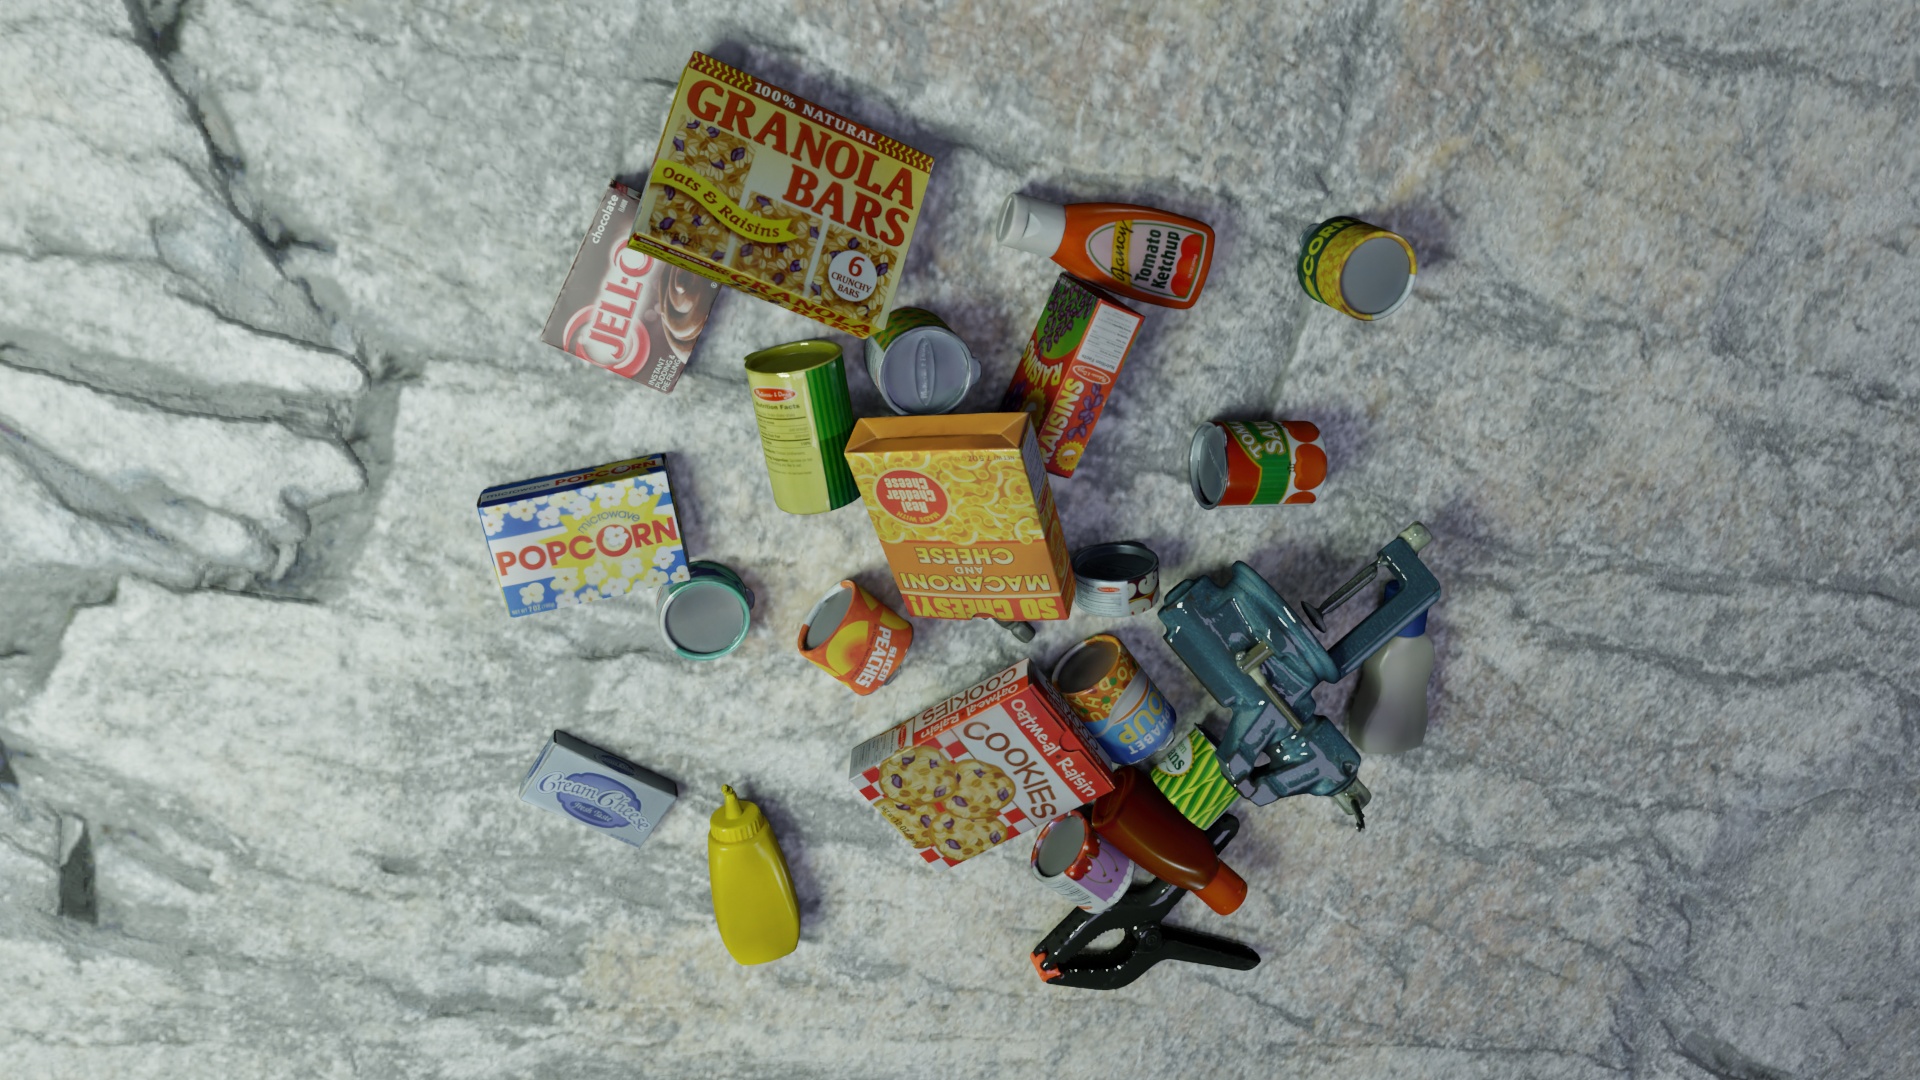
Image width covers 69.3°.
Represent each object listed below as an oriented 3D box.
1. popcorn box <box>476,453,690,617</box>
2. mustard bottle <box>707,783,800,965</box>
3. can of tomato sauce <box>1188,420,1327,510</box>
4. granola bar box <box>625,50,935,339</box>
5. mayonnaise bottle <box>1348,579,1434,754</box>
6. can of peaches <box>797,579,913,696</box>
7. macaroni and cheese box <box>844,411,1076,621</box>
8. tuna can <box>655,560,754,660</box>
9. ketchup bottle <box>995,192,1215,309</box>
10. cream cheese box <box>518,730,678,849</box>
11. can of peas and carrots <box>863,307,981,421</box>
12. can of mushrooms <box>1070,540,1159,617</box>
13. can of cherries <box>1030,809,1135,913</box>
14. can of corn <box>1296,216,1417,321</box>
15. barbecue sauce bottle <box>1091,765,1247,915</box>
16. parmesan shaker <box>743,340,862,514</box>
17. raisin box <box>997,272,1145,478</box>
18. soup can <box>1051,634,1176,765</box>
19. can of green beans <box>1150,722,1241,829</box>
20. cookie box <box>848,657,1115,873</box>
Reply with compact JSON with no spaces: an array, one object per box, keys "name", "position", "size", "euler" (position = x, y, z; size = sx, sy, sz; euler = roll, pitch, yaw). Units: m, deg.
[{"name":"popcorn box","position":[-0.256,-0.004,0.951],"size":[0.127,0.038,0.085],"euler":[-12,114,-10]},{"name":"mustard bottle","position":[-0.165,0.253,1.077],"size":[0.065,0.049,0.159],"euler":[-12,114,-11]},{"name":"can of tomato sauce","position":[0.223,-0.059,1.043],"size":[0.083,0.071,0.071],"euler":[-2,113,-15]},{"name":"granola bar box","position":[-0.112,-0.214,0.877],"size":[0.165,0.039,0.124],"euler":[19,80,-22]},{"name":"mayonnaise bottle","position":[0.366,0.106,1.166],"size":[0.065,0.041,0.147],"euler":[-5,112,-15]},{"name":"can of peaches","position":[-0.076,0.071,1.013],"size":[0.058,0.071,0.071],"euler":[39,98,-24]},{"name":"macaroni and cheese box","position":[0.003,-0.012,0.963],"size":[0.124,0.040,0.165],"euler":[0,135,20]},{"name":"tuna can","position":[-0.182,0.051,0.997],"size":[0.071,0.033,0.070],"euler":[-5,113,-12]},{"name":"ketchup bottle","position":[0.099,-0.205,0.961],"size":[0.149,0.043,0.064],"euler":[10,105,-18]},{"name":"cream cheese box","position":[-0.269,0.187,1.034],"size":[0.104,0.024,0.053],"euler":[30,101,-24]},{"name":"can of peas and carrots","position":[-0.027,-0.122,0.953],"size":[0.071,0.059,0.070],"euler":[-6,114,-13]},{"name":"can of mushrooms","position":[0.119,0.029,1.053],"size":[0.071,0.071,0.033],"euler":[-11,114,-11]},{"name":"can of cherries","position":[0.101,0.262,1.146],"size":[0.058,0.072,0.071],"euler":[37,99,-24]},{"name":"can of corn","position":[0.285,-0.198,1.006],"size":[0.071,0.058,0.071],"euler":[-6,113,-13]},{"name":"barbecue sauce bottle","position":[0.175,0.253,1.146],"size":[0.148,0.065,0.043],"euler":[42,136,-16]},{"name":"parmesan shaker","position":[-0.106,-0.078,0.948],"size":[0.071,0.071,0.102],"euler":[-13,116,-9]},{"name":"raisin box","position":[0.073,-0.115,0.967],"size":[0.040,0.086,0.123],"euler":[17,107,-23]},{"name":"soup can","position":[0.122,0.125,1.089],"size":[0.071,0.071,0.083],"euler":[-37,116,2]},{"name":"can of green beans","position":[0.199,0.194,1.142],"size":[0.058,0.071,0.071],"euler":[-45,116,7]},{"name":"cookie box","position":[0.017,0.177,1.074],"size":[0.167,0.040,0.122],"euler":[-29,118,18]}]
